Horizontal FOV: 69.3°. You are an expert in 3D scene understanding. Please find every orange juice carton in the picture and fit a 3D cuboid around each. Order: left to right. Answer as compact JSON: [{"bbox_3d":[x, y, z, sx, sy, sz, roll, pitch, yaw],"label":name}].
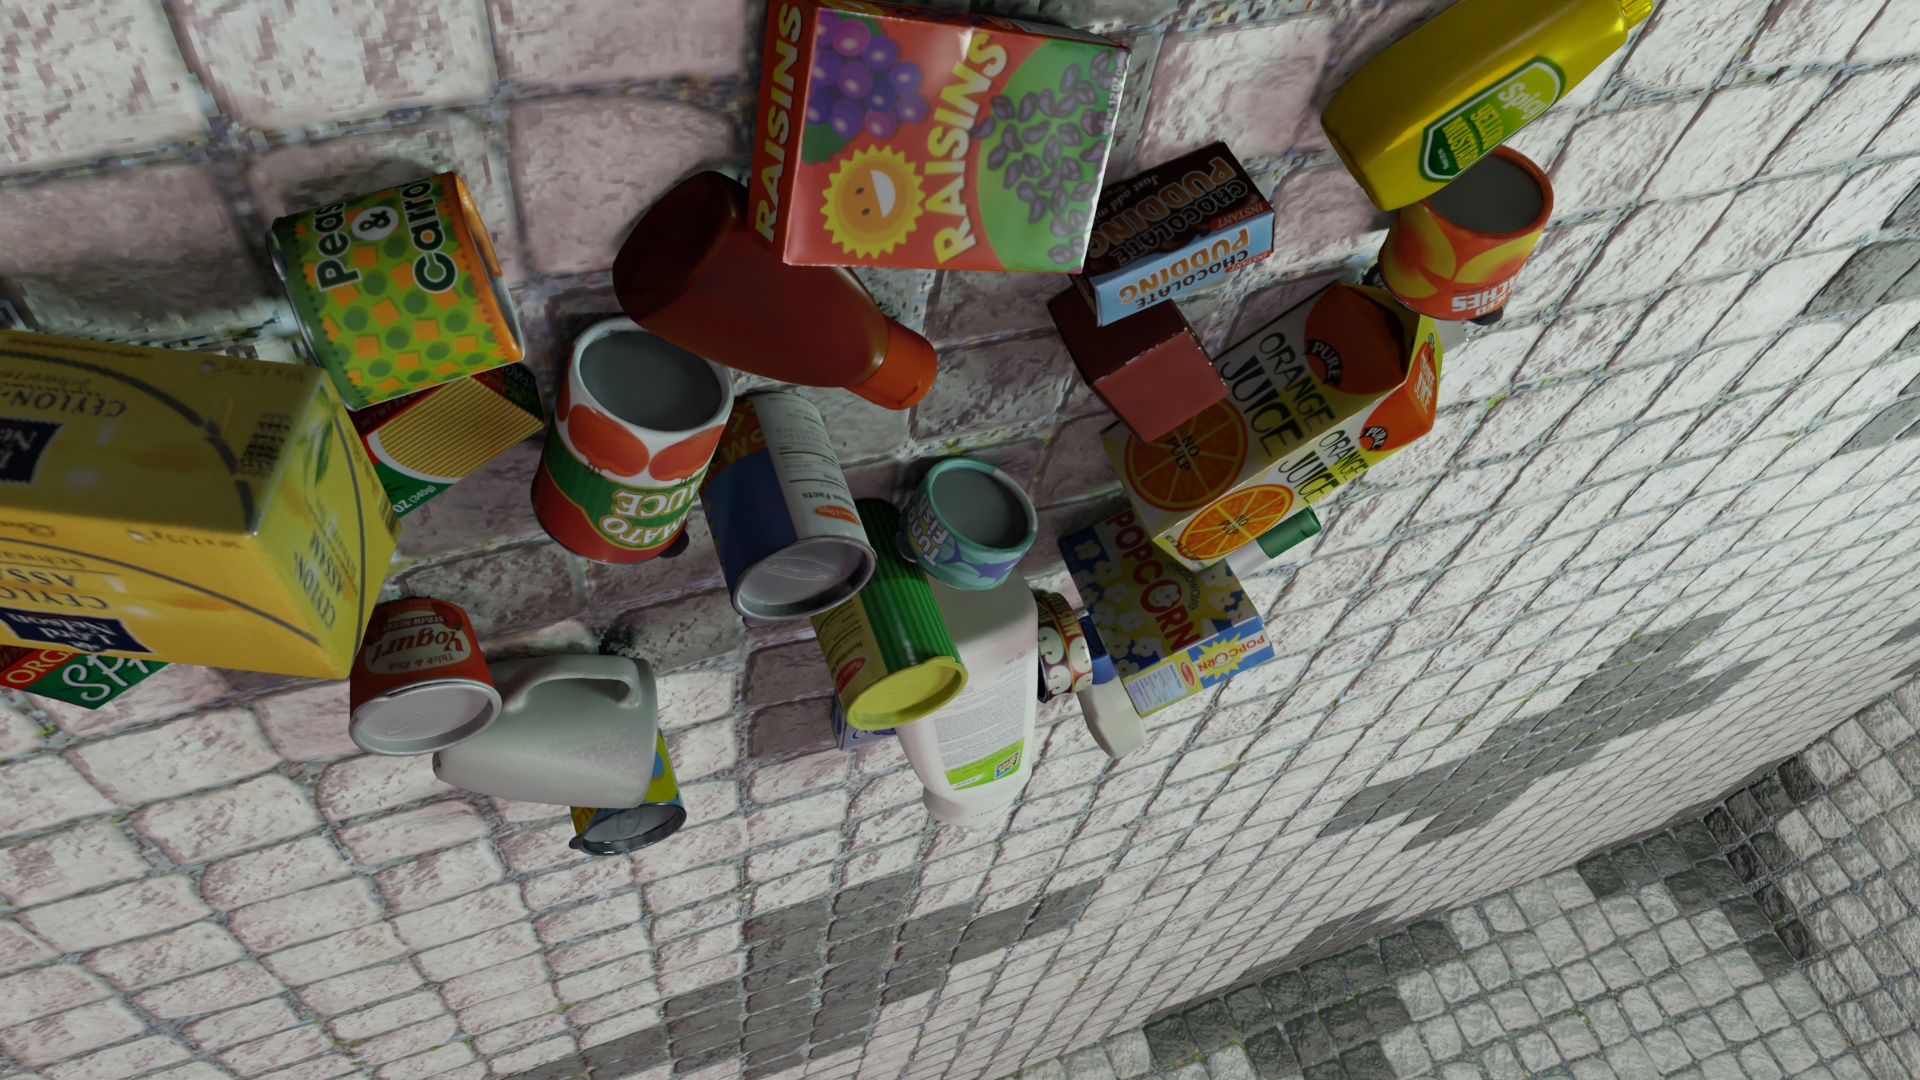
[{"bbox_3d":[0.180,-0.068,0.745,0.192,0.073,0.071,-33,150,16],"label":"orange juice carton"}]

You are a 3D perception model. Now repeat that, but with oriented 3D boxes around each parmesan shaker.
[{"bbox_3d":[-0.043,0.037,0.726,0.071,0.103,0.071,-18,151,-10],"label":"parmesan shaker"}]

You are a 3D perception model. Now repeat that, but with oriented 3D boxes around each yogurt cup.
[{"bbox_3d":[-0.259,0.064,0.665,0.072,0.054,0.072,-18,151,-10],"label":"yogurt cup"}]

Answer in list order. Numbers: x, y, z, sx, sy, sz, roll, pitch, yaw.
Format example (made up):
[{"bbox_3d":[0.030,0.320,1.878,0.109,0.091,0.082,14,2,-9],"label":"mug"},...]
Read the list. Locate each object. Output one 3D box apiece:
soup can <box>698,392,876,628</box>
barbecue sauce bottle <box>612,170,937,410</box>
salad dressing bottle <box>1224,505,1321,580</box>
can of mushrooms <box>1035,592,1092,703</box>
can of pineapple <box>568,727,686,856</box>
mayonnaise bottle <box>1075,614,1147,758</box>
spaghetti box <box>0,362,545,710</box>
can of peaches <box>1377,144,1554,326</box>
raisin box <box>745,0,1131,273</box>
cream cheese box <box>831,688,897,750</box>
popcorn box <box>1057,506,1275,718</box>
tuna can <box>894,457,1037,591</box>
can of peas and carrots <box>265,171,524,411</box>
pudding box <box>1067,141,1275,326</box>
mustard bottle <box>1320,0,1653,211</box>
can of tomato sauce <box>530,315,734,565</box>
[{"bbox_3d":[-0.084,-0.014,0.631,0.071,0.084,0.071,-17,151,-10],"label":"soup can"},{"bbox_3d":[-0.065,-0.090,0.558,0.064,0.044,0.148,-40,148,19],"label":"barbecue sauce bottle"},{"bbox_3d":[0.161,0.015,0.902,0.147,0.044,0.064,-33,149,17],"label":"salad dressing bottle"},{"bbox_3d":[0.057,0.066,0.891,0.033,0.071,0.070,-18,151,-10],"label":"can of mushrooms"},{"bbox_3d":[-0.208,0.151,0.846,0.071,0.058,0.070,-18,151,-10],"label":"can of pineapple"},{"bbox_3d":[0.102,0.101,0.989,0.041,0.065,0.147,-25,148,-3],"label":"mayonnaise bottle"},{"bbox_3d":[-0.282,-0.004,0.559,0.250,0.029,0.050,-30,150,11],"label":"spaghetti box"},{"bbox_3d":[0.240,-0.146,0.660,0.071,0.071,0.057,-17,150,-12],"label":"can of peaches"},{"bbox_3d":[-0.008,-0.141,0.488,0.124,0.040,0.085,-5,120,-31],"label":"raisin box"},{"bbox_3d":[-0.034,0.108,0.935,0.104,0.024,0.053,-13,148,-19],"label":"cream cheese box"},{"bbox_3d":[0.117,0.032,0.810,0.085,0.127,0.038,-25,131,4],"label":"popcorn box"},{"bbox_3d":[0.003,-0.009,0.721,0.071,0.071,0.032,-2,144,-33],"label":"tuna can"},{"bbox_3d":[-0.184,-0.084,0.458,0.059,0.071,0.070,-19,151,-10],"label":"can of peas and carrots"},{"bbox_3d":[0.086,-0.131,0.594,0.084,0.050,0.030,-22,150,-2],"label":"pudding box"},{"bbox_3d":[0.231,-0.204,0.577,0.160,0.049,0.065,-34,151,19],"label":"mustard bottle"},{"bbox_3d":[-0.133,-0.039,0.567,0.071,0.071,0.082,-4,146,-31],"label":"can of tomato sauce"}]
